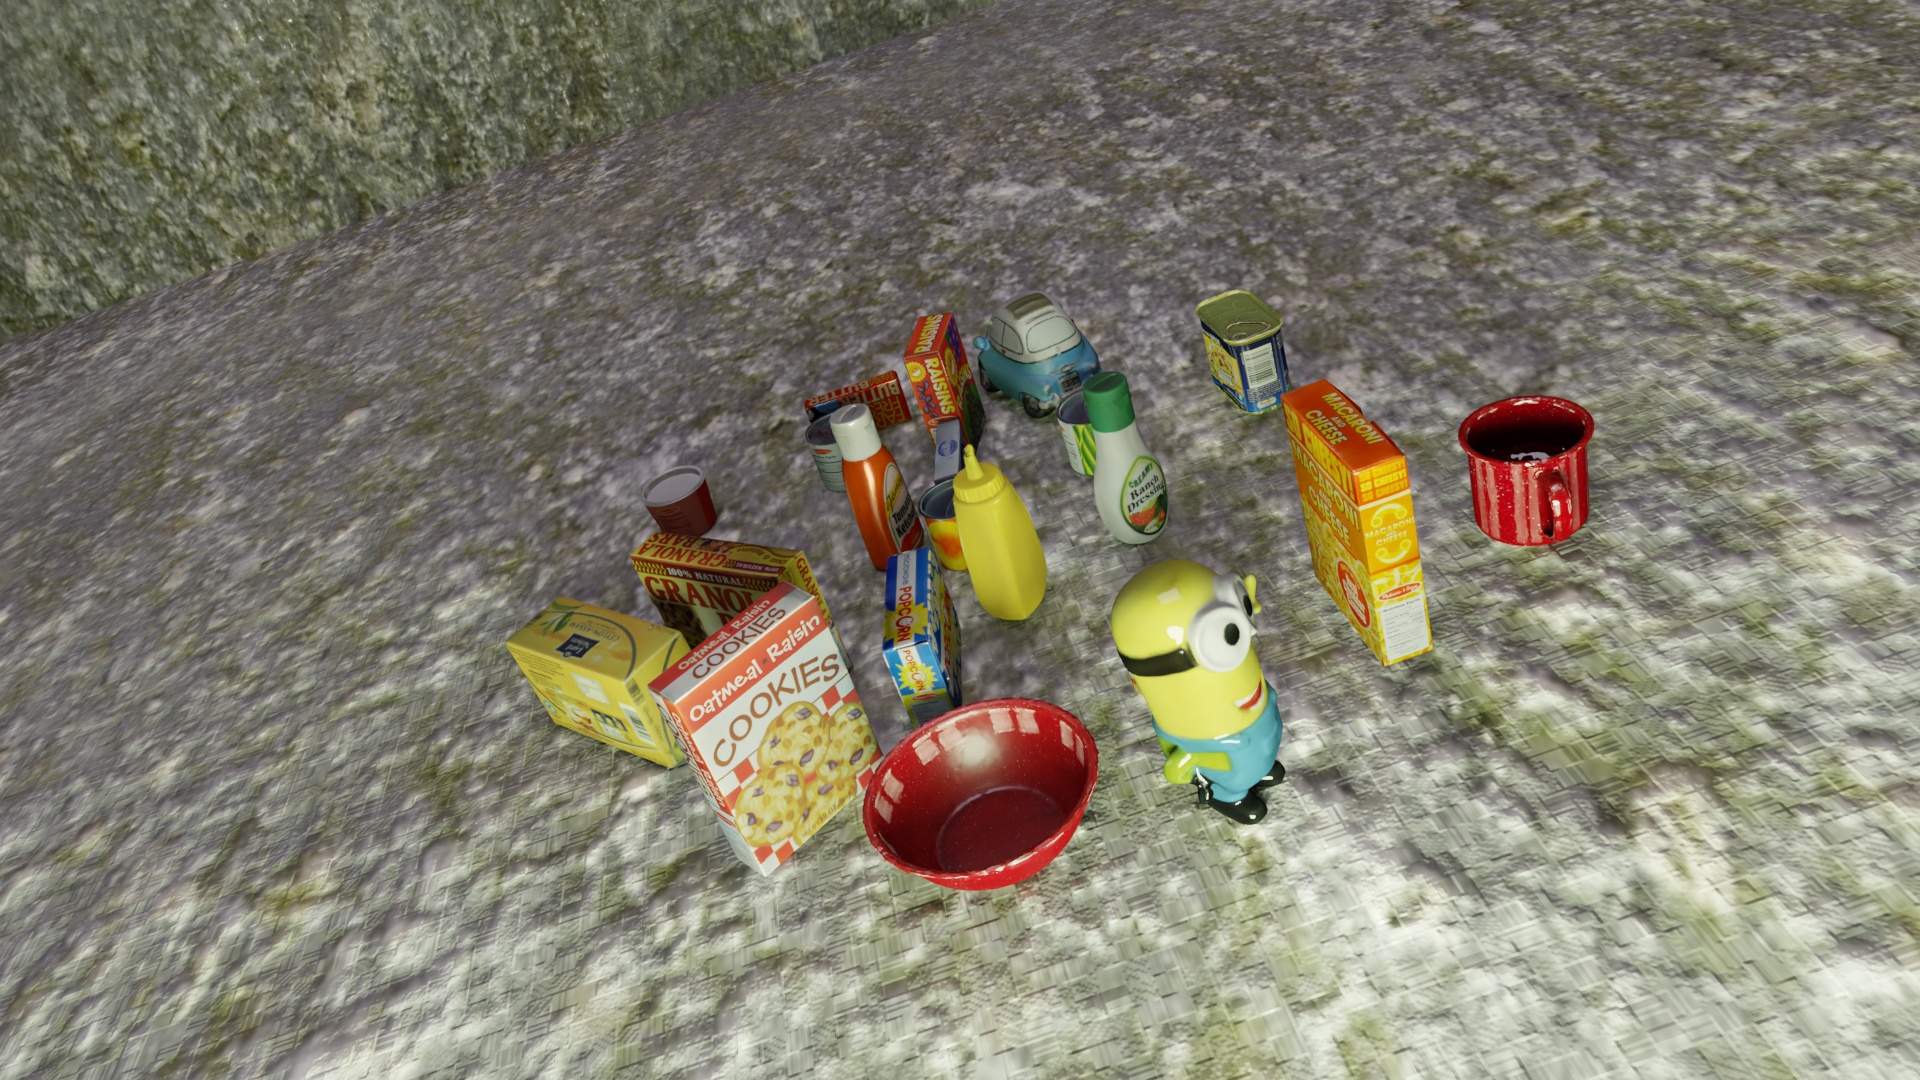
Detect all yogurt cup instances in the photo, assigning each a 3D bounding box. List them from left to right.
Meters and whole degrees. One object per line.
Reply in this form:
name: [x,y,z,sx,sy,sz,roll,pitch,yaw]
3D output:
yogurt cup: [-0.281,-0.035,1.398,0.072,0.053,0.073,-13,33,9]

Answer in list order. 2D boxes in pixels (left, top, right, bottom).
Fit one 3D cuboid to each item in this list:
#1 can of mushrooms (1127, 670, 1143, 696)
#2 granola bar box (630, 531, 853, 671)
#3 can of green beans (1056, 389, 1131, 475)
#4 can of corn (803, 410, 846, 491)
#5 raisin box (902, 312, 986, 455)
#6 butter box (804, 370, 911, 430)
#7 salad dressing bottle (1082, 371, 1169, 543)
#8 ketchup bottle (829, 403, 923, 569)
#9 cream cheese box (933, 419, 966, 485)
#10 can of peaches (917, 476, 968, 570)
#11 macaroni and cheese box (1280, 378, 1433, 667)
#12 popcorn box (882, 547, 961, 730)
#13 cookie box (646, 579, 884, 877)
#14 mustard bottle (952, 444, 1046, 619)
can of mushrooms: [0.152,0.086,1.013,0.071,0.033,0.071,-13,33,9]
granola bar box: [-0.181,0.059,1.140,0.165,0.123,0.039,6,40,34]
can of green beans: [0.127,-0.101,1.284,0.071,0.057,0.071,-13,33,9]
can of corn: [-0.114,-0.092,1.393,0.071,0.058,0.071,-13,33,9]
raisin box: [-0.015,-0.151,1.369,0.040,0.122,0.086,-8,34,17]
butter box: [-0.108,-0.137,1.462,0.103,0.053,0.024,-19,32,-1]
salad dressing bottle: [0.134,-0.068,1.147,0.064,0.147,0.044,-35,36,-24]
ketchup bottle: [-0.076,-0.049,1.225,0.043,0.148,0.065,-2,36,26]
cream cheese box: [-0.006,-0.065,1.301,0.024,0.053,0.104,-13,33,10]
can of peaches: [0.004,-0.015,1.218,0.071,0.057,0.071,-13,33,9]
macaroni and cheese box: [0.278,-0.014,0.975,0.040,0.165,0.124,-20,32,-1]
popcorn box: [-0.028,0.075,1.074,0.038,0.085,0.127,-14,33,8]
cookie box: [-0.130,0.131,0.967,0.123,0.166,0.040,-39,37,-29]
mustard bottle: [0.026,-0.012,1.107,0.049,0.159,0.066,2,38,30]
